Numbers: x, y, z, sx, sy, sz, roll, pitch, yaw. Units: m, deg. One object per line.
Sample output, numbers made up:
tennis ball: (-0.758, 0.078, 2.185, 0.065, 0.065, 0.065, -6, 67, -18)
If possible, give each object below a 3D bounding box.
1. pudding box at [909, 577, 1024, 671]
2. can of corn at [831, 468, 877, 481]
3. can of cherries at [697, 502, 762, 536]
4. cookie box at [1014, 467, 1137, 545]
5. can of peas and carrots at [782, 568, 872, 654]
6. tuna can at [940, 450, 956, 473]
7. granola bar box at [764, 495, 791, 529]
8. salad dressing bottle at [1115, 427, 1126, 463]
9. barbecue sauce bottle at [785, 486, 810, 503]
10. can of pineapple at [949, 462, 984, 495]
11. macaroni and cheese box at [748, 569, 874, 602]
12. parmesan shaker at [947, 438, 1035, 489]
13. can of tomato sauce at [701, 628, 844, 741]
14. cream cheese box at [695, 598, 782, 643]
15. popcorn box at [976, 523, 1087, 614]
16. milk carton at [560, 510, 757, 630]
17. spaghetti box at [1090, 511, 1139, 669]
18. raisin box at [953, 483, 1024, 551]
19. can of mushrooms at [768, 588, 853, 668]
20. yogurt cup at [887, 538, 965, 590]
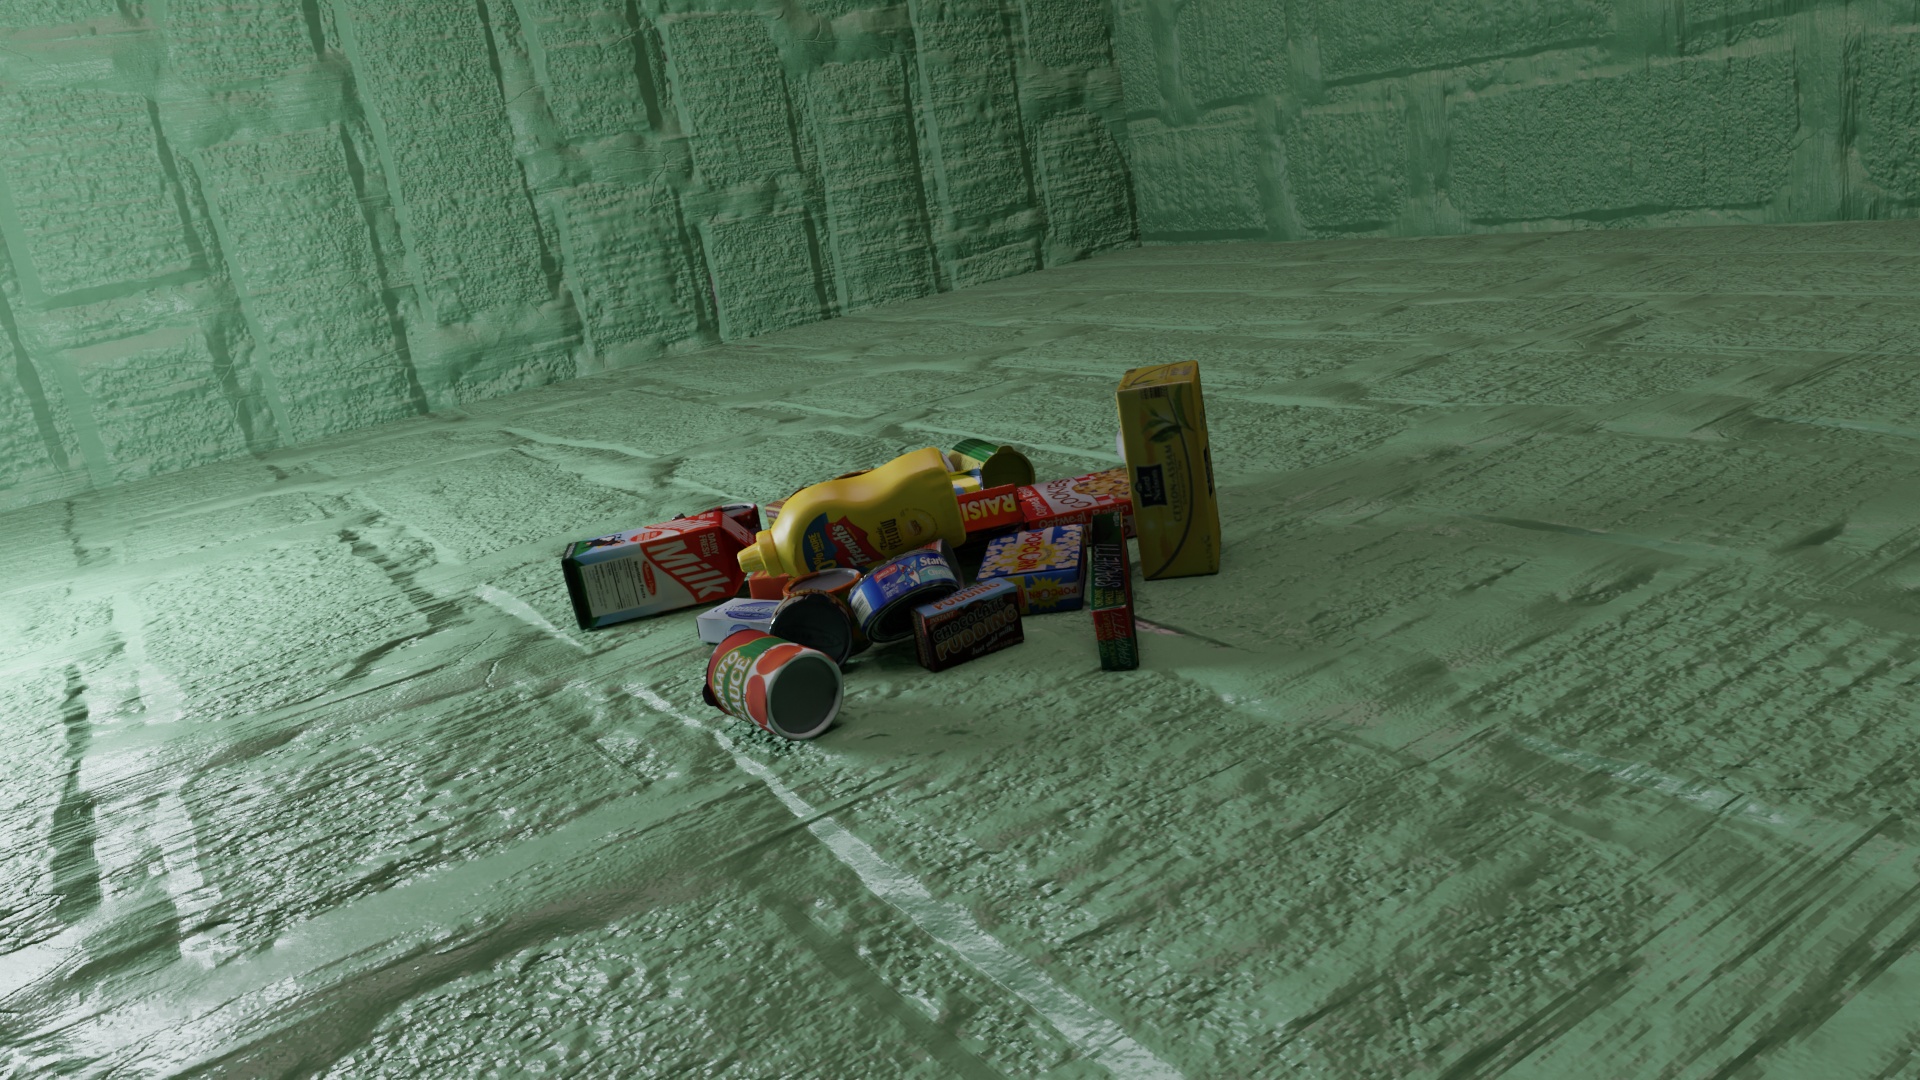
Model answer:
pudding box: (0.005, 0.064, 1.080, 0.084, 0.049, 0.030, -17, 19, -25)
can of corn: (-0.088, -0.032, 1.301, 0.071, 0.058, 0.071, -7, 15, 2)
can of cherries: (-0.237, -0.002, 1.431, 0.071, 0.058, 0.072, -9, 15, 2)
cookie box: (0.135, -0.034, 1.360, 0.168, 0.040, 0.123, -11, 16, -6)
can of peas and carrots: (-0.110, 0.061, 1.142, 0.071, 0.058, 0.071, -9, 16, 3)
tuna can: (-0.034, -0.063, 1.514, 0.033, 0.071, 0.071, -21, 19, -31)
granola bar box: (-0.115, -0.030, 1.492, 0.125, 0.039, 0.165, -21, 19, -33)
salad dressing bottle: (0.189, -0.089, 1.366, 0.064, 0.044, 0.148, -6, 16, 2)
barbecue sauce bottle: (-0.144, -0.021, 1.294, 0.044, 0.065, 0.148, 21, 4, -10)
can of pineapple: (-0.003, -0.039, 1.405, 0.058, 0.070, 0.071, -9, 16, 2)
macaroni and cheese box: (-0.116, 0.022, 1.312, 0.124, 0.040, 0.167, -6, 16, 10)
parmesan shaker: (0.031, -0.075, 1.505, 0.071, 0.071, 0.103, -15, 17, -18)
can of tomato sauce: (-0.135, 0.103, 0.996, 0.071, 0.071, 0.083, -21, 20, -36)
cream cheese box: (-0.173, 0.071, 1.205, 0.104, 0.024, 0.053, 1, 18, 32)
popcorn box: (0.064, 0.025, 1.201, 0.085, 0.038, 0.127, -8, 16, 10)
milk carton: (-0.277, 0.023, 1.335, 0.191, 0.073, 0.072, -13, 14, -6)
spaghetti box: (0.122, 0.035, 1.115, 0.029, 0.050, 0.251, -9, 16, 8)
raisin box: (0.005, -0.016, 1.301, 0.086, 0.040, 0.123, -12, -7, -10)
can of mushrooms: (-0.117, 0.071, 1.091, 0.071, 0.071, 0.033, -10, 14, -3)
yogurt cup: (-0.031, 0.037, 1.174, 0.054, 0.072, 0.072, -15, 15, 11)
